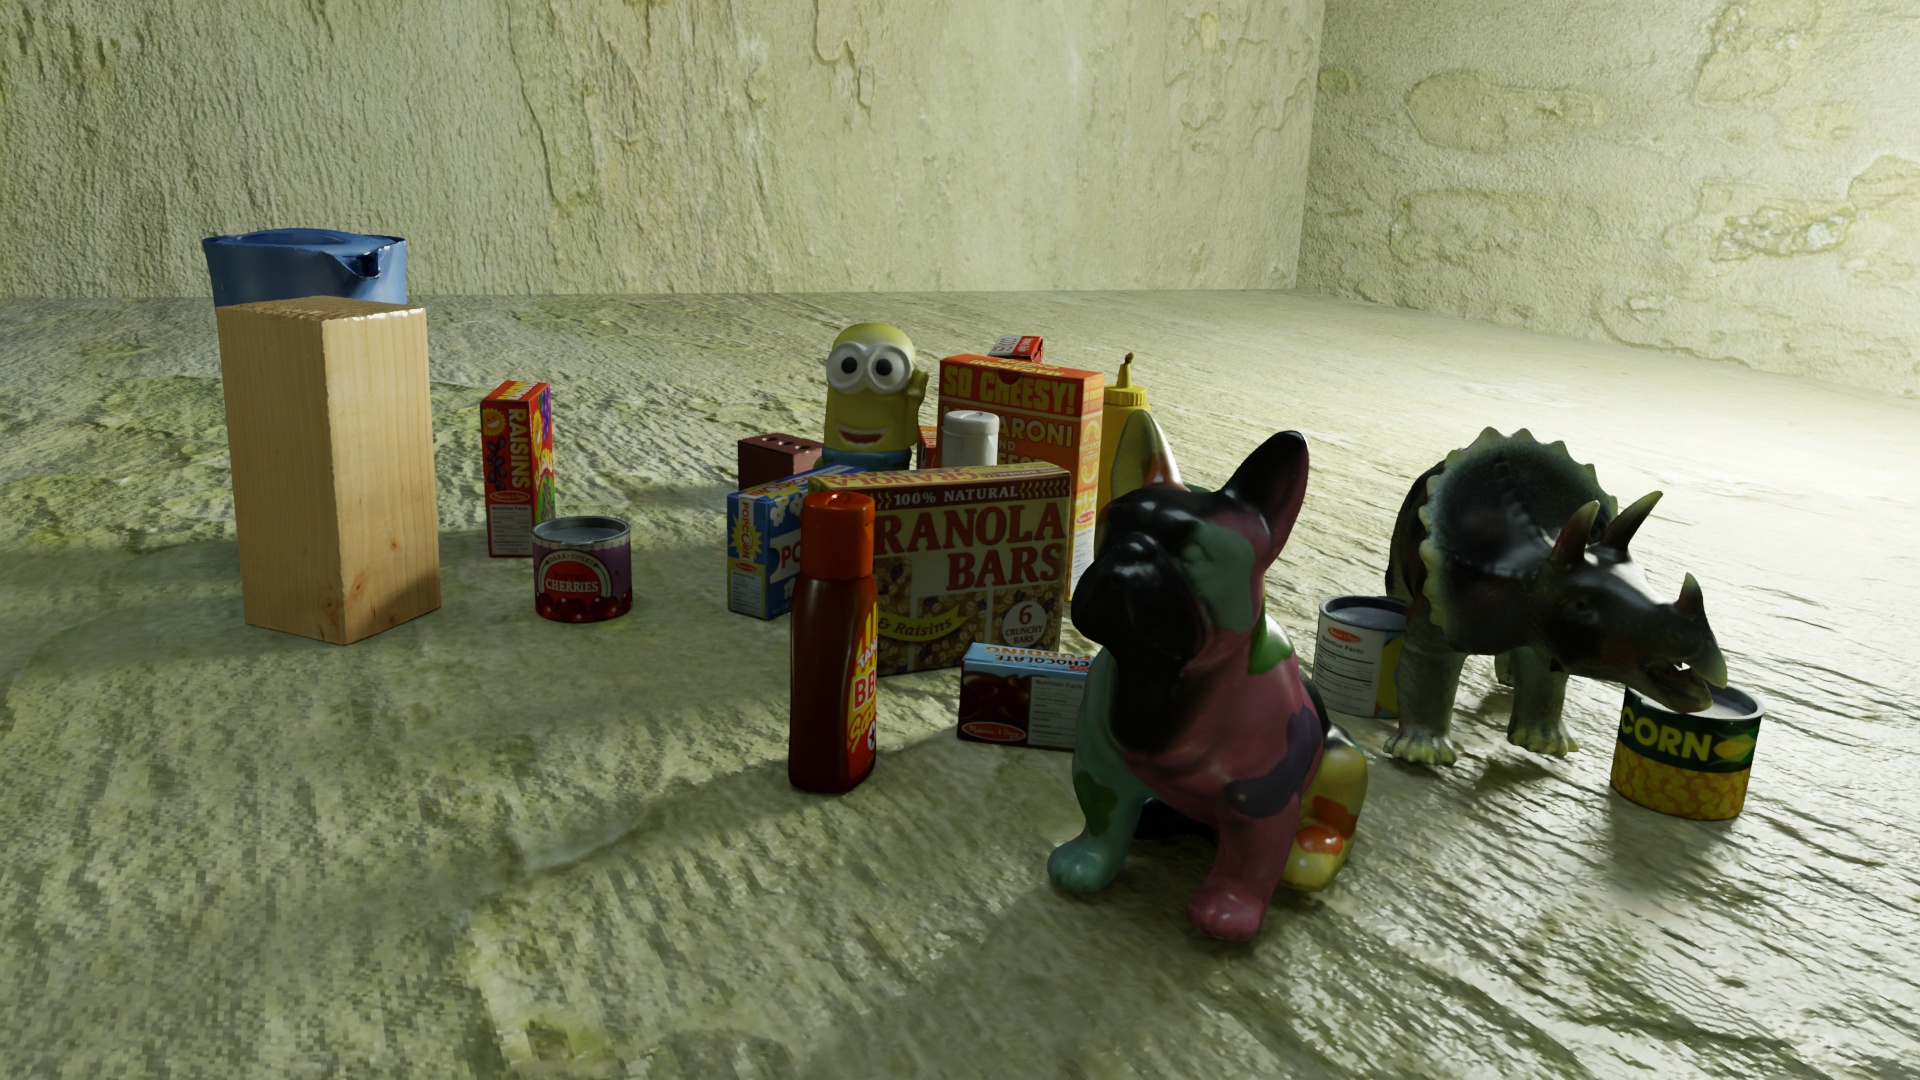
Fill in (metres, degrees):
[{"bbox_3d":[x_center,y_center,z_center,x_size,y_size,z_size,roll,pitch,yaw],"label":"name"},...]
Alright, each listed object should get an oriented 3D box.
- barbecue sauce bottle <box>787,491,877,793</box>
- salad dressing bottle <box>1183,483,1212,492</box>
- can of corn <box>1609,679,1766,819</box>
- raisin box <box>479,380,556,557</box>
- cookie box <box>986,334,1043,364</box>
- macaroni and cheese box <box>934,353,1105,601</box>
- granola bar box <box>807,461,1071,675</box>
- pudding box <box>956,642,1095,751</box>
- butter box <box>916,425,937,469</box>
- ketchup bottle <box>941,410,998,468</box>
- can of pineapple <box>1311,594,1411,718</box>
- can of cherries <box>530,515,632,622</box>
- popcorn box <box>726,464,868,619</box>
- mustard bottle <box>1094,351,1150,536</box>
[{"bbox_3d":[-0.065,0.050,0.712,0.044,0.148,0.065,5,16,10],"label":"barbecue sauce bottle"},{"bbox_3d":[0.115,0.044,0.764,0.044,0.147,0.064,-2,16,-15],"label":"salad dressing bottle"},{"bbox_3d":[0.384,0.109,0.739,0.071,0.058,0.071,2,16,-1],"label":"can of corn"},{"bbox_3d":[-0.345,-0.057,1.088,0.040,0.123,0.086,1,16,-5],"label":"raisin box"},{"bbox_3d":[0.042,-0.079,1.142,0.040,0.167,0.123,4,16,5],"label":"cookie box"},{"bbox_3d":[0.041,-0.049,1.039,0.124,0.166,0.040,12,18,30],"label":"macaroni and cheese box"},{"bbox_3d":[-0.013,0.017,0.877,0.166,0.123,0.039,-5,17,-25],"label":"granola bar box"},{"bbox_3d":[0.042,0.088,0.776,0.084,0.049,0.030,5,16,8],"label":"pudding box"},{"bbox_3d":[-0.027,-0.075,1.323,0.024,0.053,0.104,1,16,-6],"label":"butter box"},{"bbox_3d":[0.003,-0.012,0.937,0.043,0.148,0.065,8,17,20],"label":"ketchup bottle"},{"bbox_3d":[0.252,0.070,0.854,0.071,0.057,0.071,2,16,-1],"label":"can of pineapple"},{"bbox_3d":[-0.259,0.020,0.951,0.071,0.058,0.072,2,16,-1],"label":"can of cherries"},{"bbox_3d":[-0.115,-0.002,1.000,0.038,0.085,0.127,11,18,28],"label":"popcorn box"},{"bbox_3d":[0.135,-0.081,1.176,0.049,0.159,0.065,5,16,10],"label":"mustard bottle"}]
